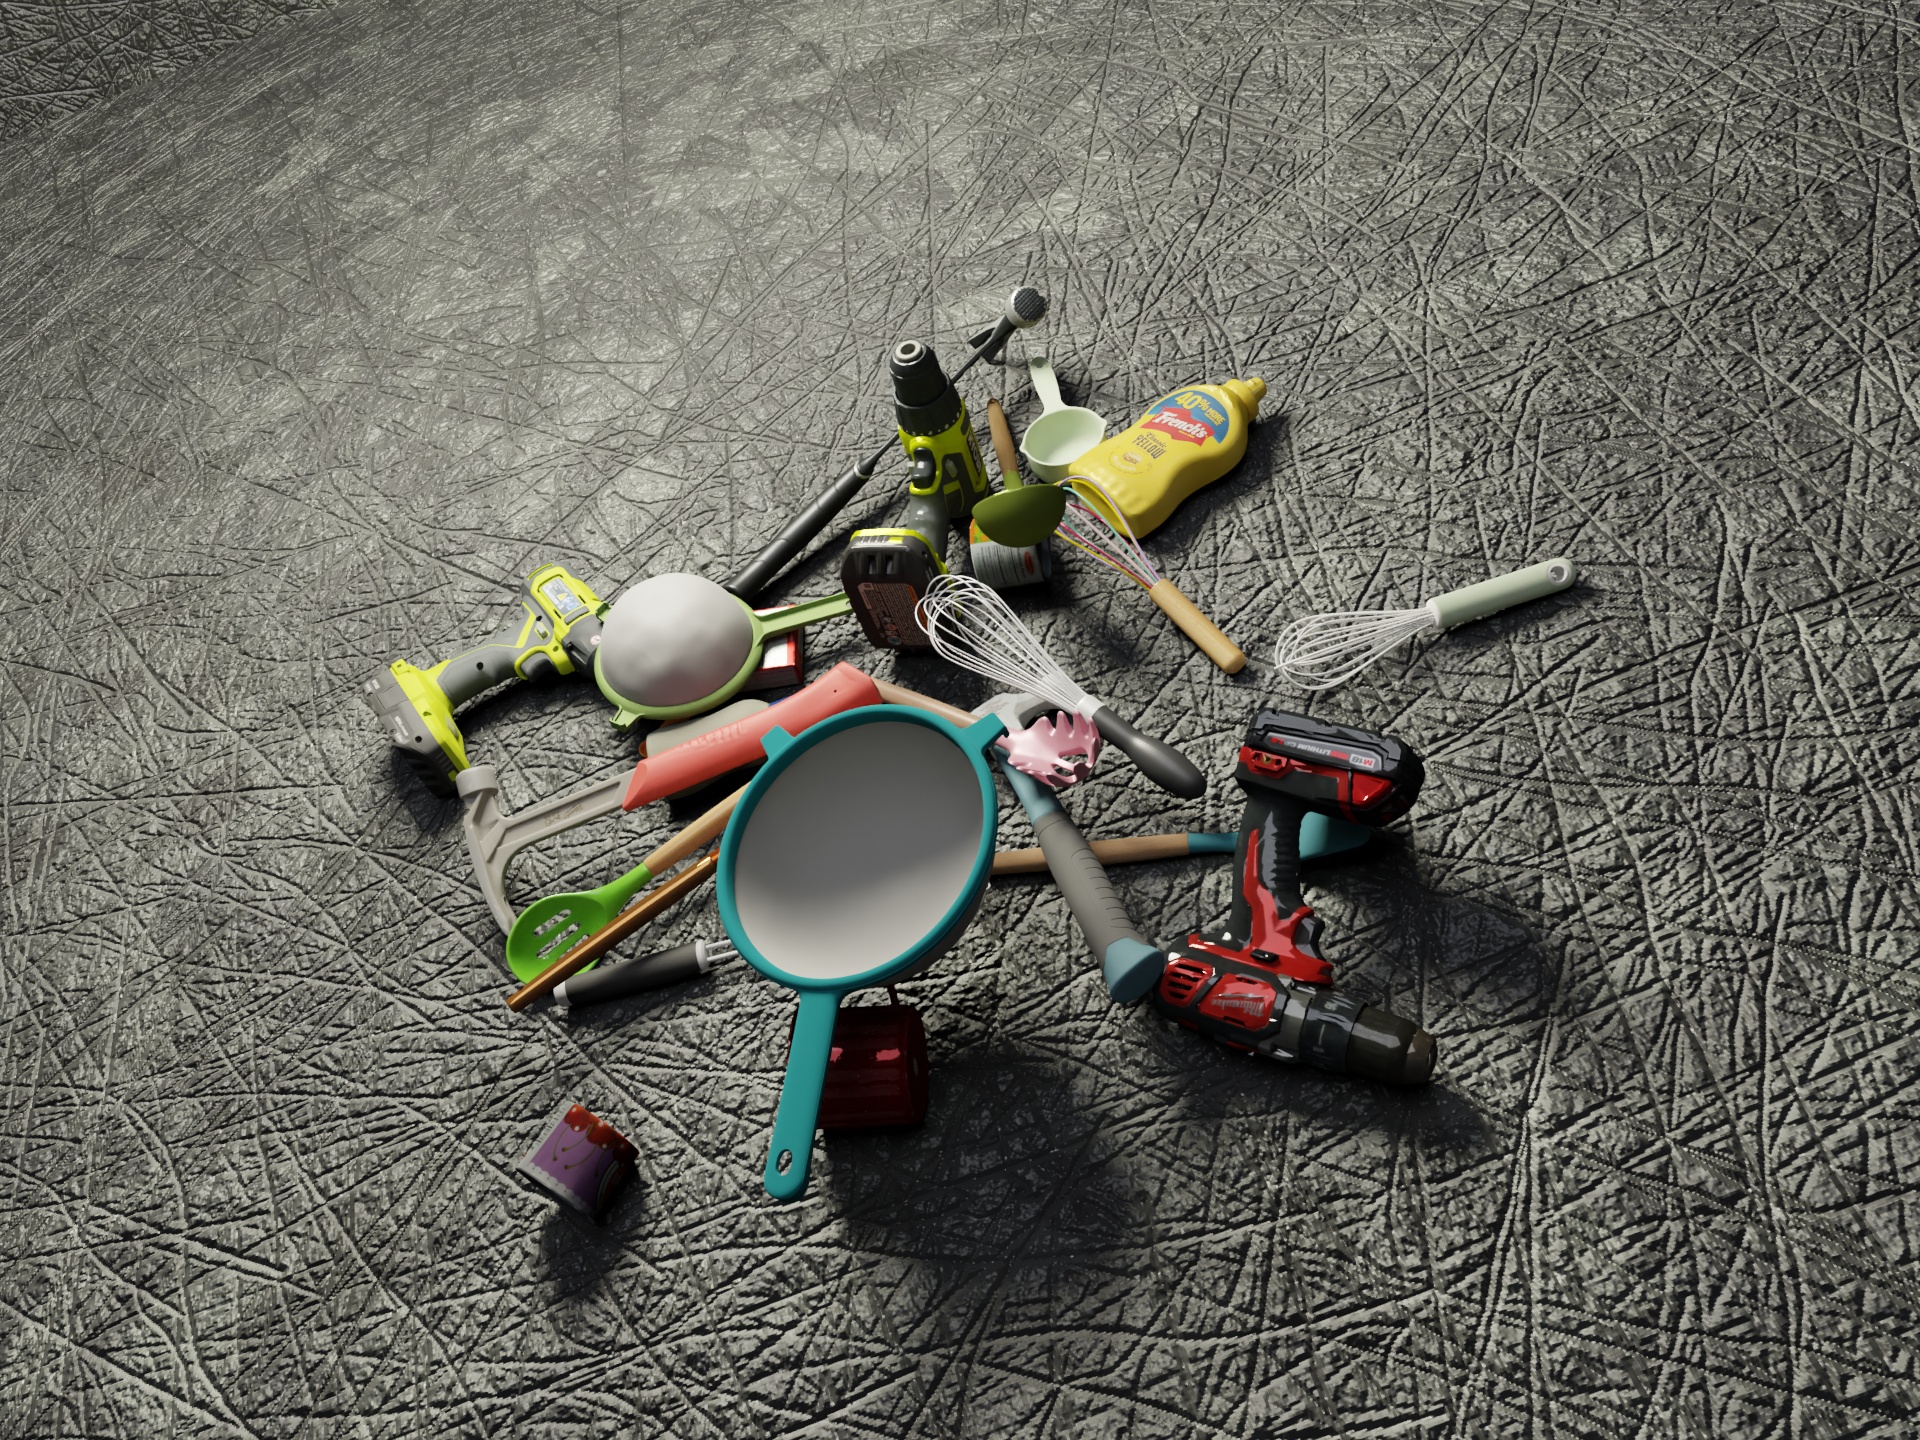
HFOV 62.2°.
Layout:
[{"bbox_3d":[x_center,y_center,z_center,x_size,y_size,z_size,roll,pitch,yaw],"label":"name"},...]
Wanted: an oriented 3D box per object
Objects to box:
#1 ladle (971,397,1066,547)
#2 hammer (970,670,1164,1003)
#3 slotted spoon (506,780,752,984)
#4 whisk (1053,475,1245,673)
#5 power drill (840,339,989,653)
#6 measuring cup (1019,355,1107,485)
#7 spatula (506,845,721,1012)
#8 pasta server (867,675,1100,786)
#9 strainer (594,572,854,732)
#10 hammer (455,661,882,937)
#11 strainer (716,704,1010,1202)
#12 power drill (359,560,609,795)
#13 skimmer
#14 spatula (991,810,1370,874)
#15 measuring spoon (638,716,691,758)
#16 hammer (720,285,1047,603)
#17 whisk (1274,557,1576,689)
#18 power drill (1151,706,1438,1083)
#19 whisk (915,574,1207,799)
[{"bbox_3d":[0.040,-0.235,1.400,0.078,0.062,0.320,-13,31,3],"label":"ladle"},{"bbox_3d":[0.073,0.083,1.177,0.128,0.033,0.331,-26,38,-1],"label":"hammer"},{"bbox_3d":[-0.226,0.105,1.271,0.314,0.031,0.070,-37,93,-4],"label":"slotted spoon"},{"bbox_3d":[0.149,-0.121,1.329,0.047,0.051,0.245,-23,56,-30],"label":"whisk"},{"bbox_3d":[-0.036,-0.192,1.370,0.080,0.190,0.229,1,58,17],"label":"power drill"},{"bbox_3d":[0.091,-0.282,1.495,0.083,0.038,0.168,-17,47,5],"label":"measuring cup"},{"bbox_3d":[-0.207,0.132,1.236,0.322,0.041,0.081,-35,14,-12],"label":"spatula"},{"bbox_3d":[-0.002,-0.004,1.260,0.316,0.040,0.060,21,67,47],"label":"pasta server"},{"bbox_3d":[-0.199,-0.092,1.374,0.256,0.069,0.152,-16,51,-2],"label":"strainer"},{"bbox_3d":[-0.231,0.049,1.303,0.359,0.036,0.149,-22,75,1],"label":"hammer"},{"bbox_3d":[-0.066,0.158,1.069,0.211,0.095,0.341,-3,61,26],"label":"strainer"},{"bbox_3d":[-0.414,-0.038,1.450,0.223,0.080,0.171,-35,50,-14],"label":"power drill"},{"bbox_3d":[-0.148,0.149,1.196,0.363,0.090,0.127,-16,55,7],"label":"skimmer"},{"bbox_3d":[0.142,0.086,1.179,0.317,0.044,0.082,-8,49,14],"label":"spatula"},{"bbox_3d":[-0.241,-0.007,1.409,0.021,0.011,0.117,27,61,27],"label":"measuring spoon"},{"bbox_3d":[-0.081,-0.249,1.497,0.409,0.036,0.149,-46,9,-10],"label":"hammer"},{"bbox_3d":[0.361,-0.080,1.238,0.246,0.059,0.058,-18,86,0],"label":"whisk"},{"bbox_3d":[0.245,0.121,1.061,0.188,0.080,0.227,15,81,28],"label":"power drill"},{"bbox_3d":[0.075,-0.023,1.225,0.285,0.070,0.070,37,71,24],"label":"whisk"}]
